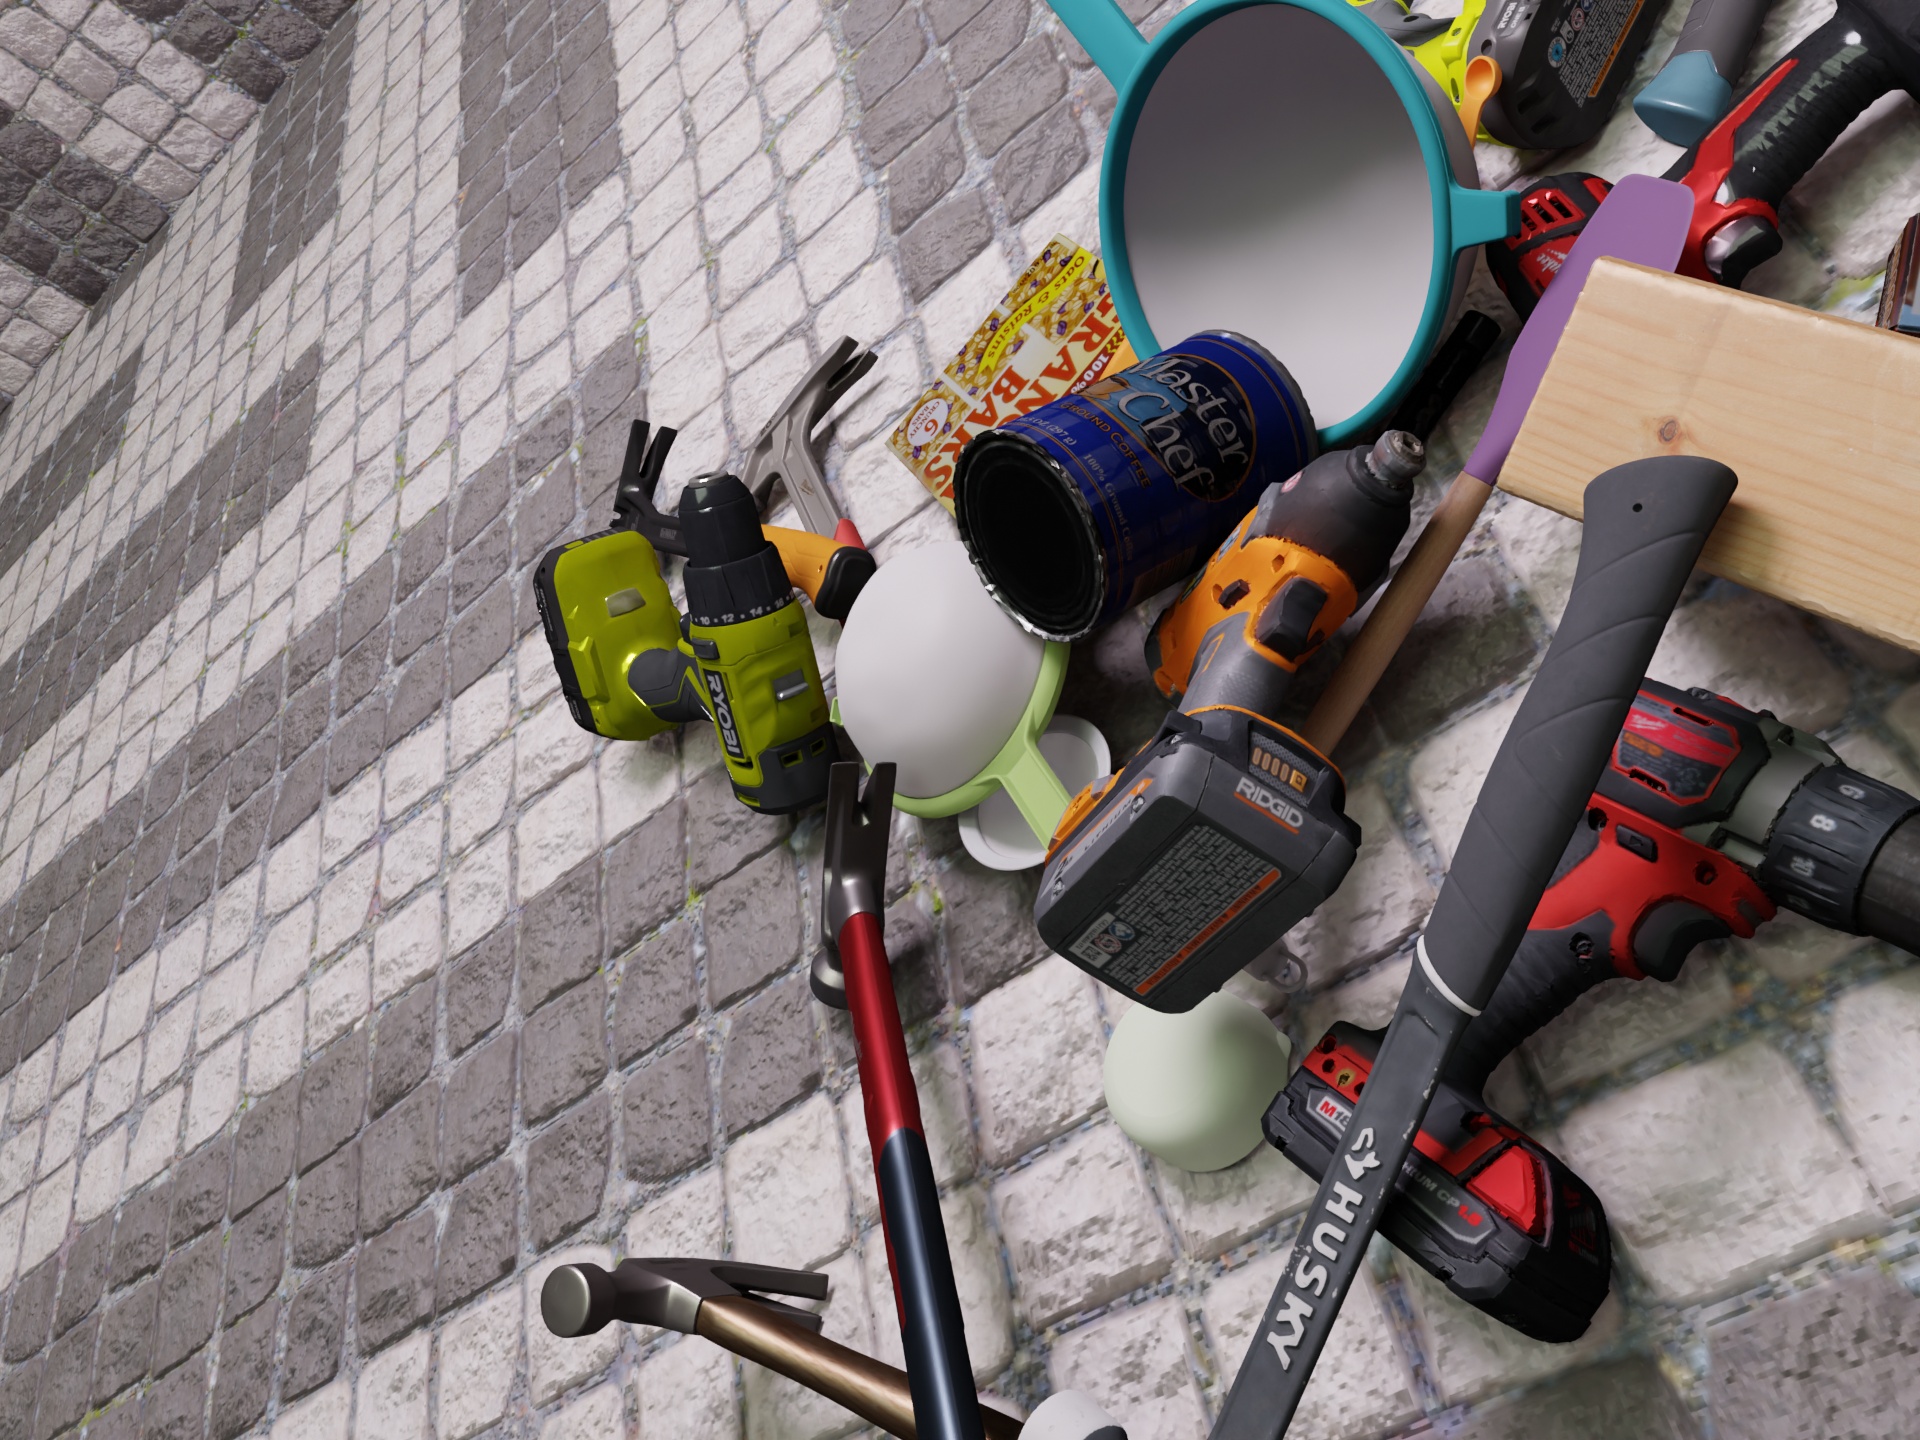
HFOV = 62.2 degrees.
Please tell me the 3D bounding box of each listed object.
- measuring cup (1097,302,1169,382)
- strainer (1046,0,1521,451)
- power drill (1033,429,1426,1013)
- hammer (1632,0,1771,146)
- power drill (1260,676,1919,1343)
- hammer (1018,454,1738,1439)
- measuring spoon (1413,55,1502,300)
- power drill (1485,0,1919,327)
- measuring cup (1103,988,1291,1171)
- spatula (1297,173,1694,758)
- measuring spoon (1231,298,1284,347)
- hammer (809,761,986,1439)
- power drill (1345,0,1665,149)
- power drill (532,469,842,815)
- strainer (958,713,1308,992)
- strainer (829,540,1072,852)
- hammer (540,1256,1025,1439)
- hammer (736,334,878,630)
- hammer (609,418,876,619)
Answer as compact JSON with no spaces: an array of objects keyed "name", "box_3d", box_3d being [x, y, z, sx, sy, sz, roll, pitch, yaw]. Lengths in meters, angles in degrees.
[{"name":"measuring cup","box_3d":[0.078,-0.139,0.850,0.095,0.052,0.173,24,82,48]},{"name":"strainer","box_3d":[0.136,-0.290,0.777,0.341,0.095,0.211,57,146,18]},{"name":"power drill","box_3d":[0.118,-0.013,0.631,0.164,0.084,0.227,-53,7,45]},{"name":"hammer","box_3d":[0.388,-0.410,0.733,0.128,0.033,0.331,17,79,48]},{"name":"power drill","box_3d":[0.233,0.099,0.545,0.227,0.080,0.188,-55,42,-2]},{"name":"hammer","box_3d":[0.154,0.103,0.514,0.149,0.036,0.409,24,89,47]},{"name":"measuring spoon","box_3d":[0.234,-0.253,0.749,0.021,0.011,0.116,54,150,42]},{"name":"power drill","box_3d":[0.333,-0.214,0.639,0.219,0.078,0.143,-37,46,26]},{"name":"measuring cup","box_3d":[0.088,0.113,0.697,0.083,0.038,0.168,-33,46,25]},{"name":"spatula","box_3d":[0.203,-0.077,0.663,0.316,0.018,0.060,-61,31,17]},{"name":"measuring spoon","box_3d":[0.133,-0.233,0.878,0.034,0.018,0.124,-51,41,7]},{"name":"hammer","box_3d":[-0.022,0.176,0.648,0.387,0.038,0.143,-108,21,-55]},{"name":"power drill","box_3d":[0.237,-0.366,0.819,0.223,0.080,0.171,23,84,51]},{"name":"power drill","box_3d":[-0.166,-0.054,0.946,0.080,0.190,0.229,-26,23,-33]},{"name":"strainer","box_3d":[0.072,0.061,0.722,0.087,0.050,0.259,-50,35,-3]},{"name":"strainer","box_3d":[-0.001,-0.002,0.755,0.151,0.069,0.257,-53,38,17]},{"name":"hammer","box_3d":[-0.015,0.284,0.653,0.331,0.130,0.031,10,84,34]},{"name":"hammer","box_3d":[-0.057,-0.086,0.951,0.149,0.036,0.360,-47,43,20]},{"name":"hammer","box_3d":[-0.147,-0.119,1.011,0.337,0.034,0.127,20,97,54]}]
